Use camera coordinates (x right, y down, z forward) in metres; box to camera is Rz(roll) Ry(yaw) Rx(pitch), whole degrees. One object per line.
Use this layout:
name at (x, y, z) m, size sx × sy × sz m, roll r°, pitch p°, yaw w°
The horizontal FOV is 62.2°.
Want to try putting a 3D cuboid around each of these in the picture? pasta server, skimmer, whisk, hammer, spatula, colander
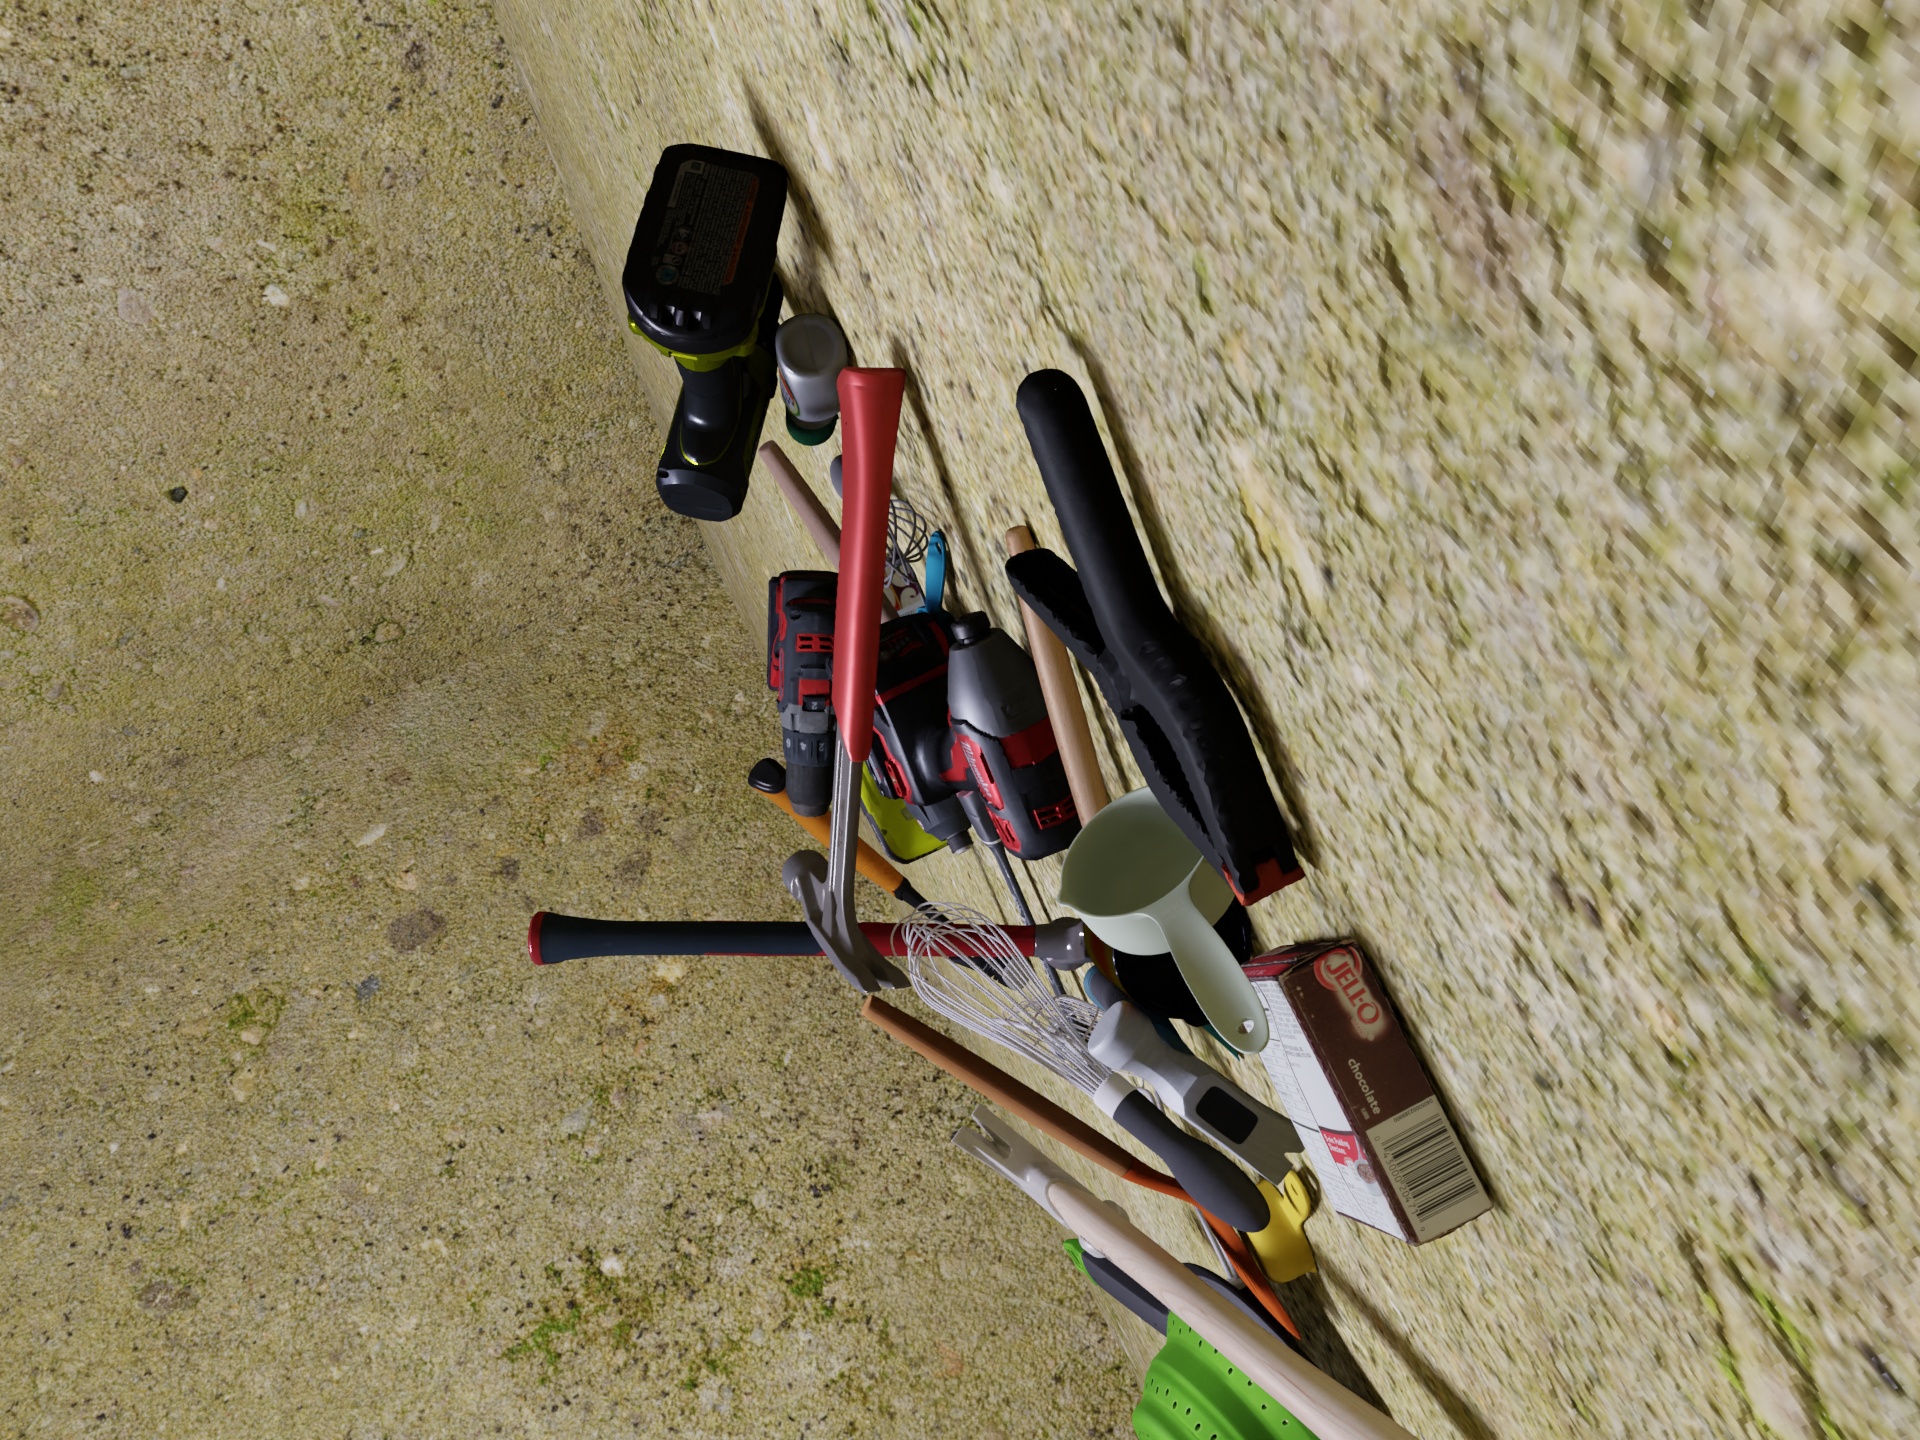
pasta server at (-0.056, -0.064, 1.101) m, size 0.315 × 0.040 × 0.060 m, roll 55°, pitch -169°, yaw -34°
skimmer at (0.141, 0.351, 1.110) m, size 0.363 × 0.090 × 0.127 m, roll 63°, pitch 161°, yaw 6°
whisk at (-0.063, -0.143, 1.066) m, size 0.239 × 0.055 × 0.055 m, roll -119°, pitch 7°, yaw -64°
hammer at (-0.099, 0.146, 1.070) m, size 0.143 × 0.386 × 0.038 m, roll 90°, pitch 180°, yaw -79°
whisk at (0.068, 0.199, 0.934) m, size 0.285 × 0.070 × 0.070 m, roll 37°, pitch 159°, yaw 27°
hammer at (0.109, 0.177, 0.885) m, size 0.128 × 0.033 × 0.331 m, roll 37°, pitch 178°, yaw -3°
hammer at (0.125, 0.327, 0.914) m, size 0.146 × 0.038 × 0.411 m, roll 42°, pitch 169°, yaw -19°
hammer at (-0.074, 0.144, 1.500) m, size 0.336 × 0.034 × 0.127 m, roll 43°, pitch 165°, yaw -27°
hammer at (0.031, 0.108, 1.272) m, size 0.409 × 0.036 × 0.149 m, roll 66°, pitch 170°, yaw -9°
spatula at (0.073, 0.258, 0.936) m, size 0.322 × 0.041 × 0.081 m, roll 34°, pitch 176°, yaw -10°
colander at (0.145, 0.455, 1.089) m, size 0.204 × 0.094 × 0.397 m, roll 59°, pitch 161°, yaw -14°
spatula at (0.080, 0.043, 0.840) m, size 0.082 × 0.044 × 0.317 m, roll -136°, pitch 26°, yaw -67°
hammer at (-0.059, -0.024, 0.932) m, size 0.149 × 0.036 × 0.359 m, roll 40°, pitch 130°, yaw 56°

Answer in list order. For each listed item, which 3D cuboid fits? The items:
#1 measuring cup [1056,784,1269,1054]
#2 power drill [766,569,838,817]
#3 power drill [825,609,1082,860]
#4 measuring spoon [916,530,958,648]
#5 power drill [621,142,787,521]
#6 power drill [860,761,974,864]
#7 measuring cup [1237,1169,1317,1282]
measuring cup at (0.095, 0.088, 0.649) m, size 0.038 × 0.083 × 0.168 m, roll 51°, pitch -173°, yaw -32°
power drill at (-0.132, -0.033, 1.412) m, size 0.227 × 0.080 × 0.187 m, roll -111°, pitch 23°, yaw -72°
power drill at (-0.002, -0.003, 0.964) m, size 0.220 × 0.078 × 0.143 m, roll 17°, pitch 132°, yaw 67°
measuring spoon at (-0.010, -0.084, 1.046) m, size 0.042 × 0.021 × 0.128 m, roll 56°, pitch 160°, yaw 27°
power drill at (-0.154, -0.260, 1.026) m, size 0.228 × 0.080 × 0.191 m, roll 104°, pitch 177°, yaw -70°
power drill at (-0.044, 0.054, 1.439) m, size 0.171 × 0.080 × 0.223 m, roll 64°, pitch 168°, yaw 9°
measuring cup at (0.177, 0.281, 0.896) m, size 0.062 × 0.029 × 0.156 m, roll 60°, pitch 173°, yaw 28°
